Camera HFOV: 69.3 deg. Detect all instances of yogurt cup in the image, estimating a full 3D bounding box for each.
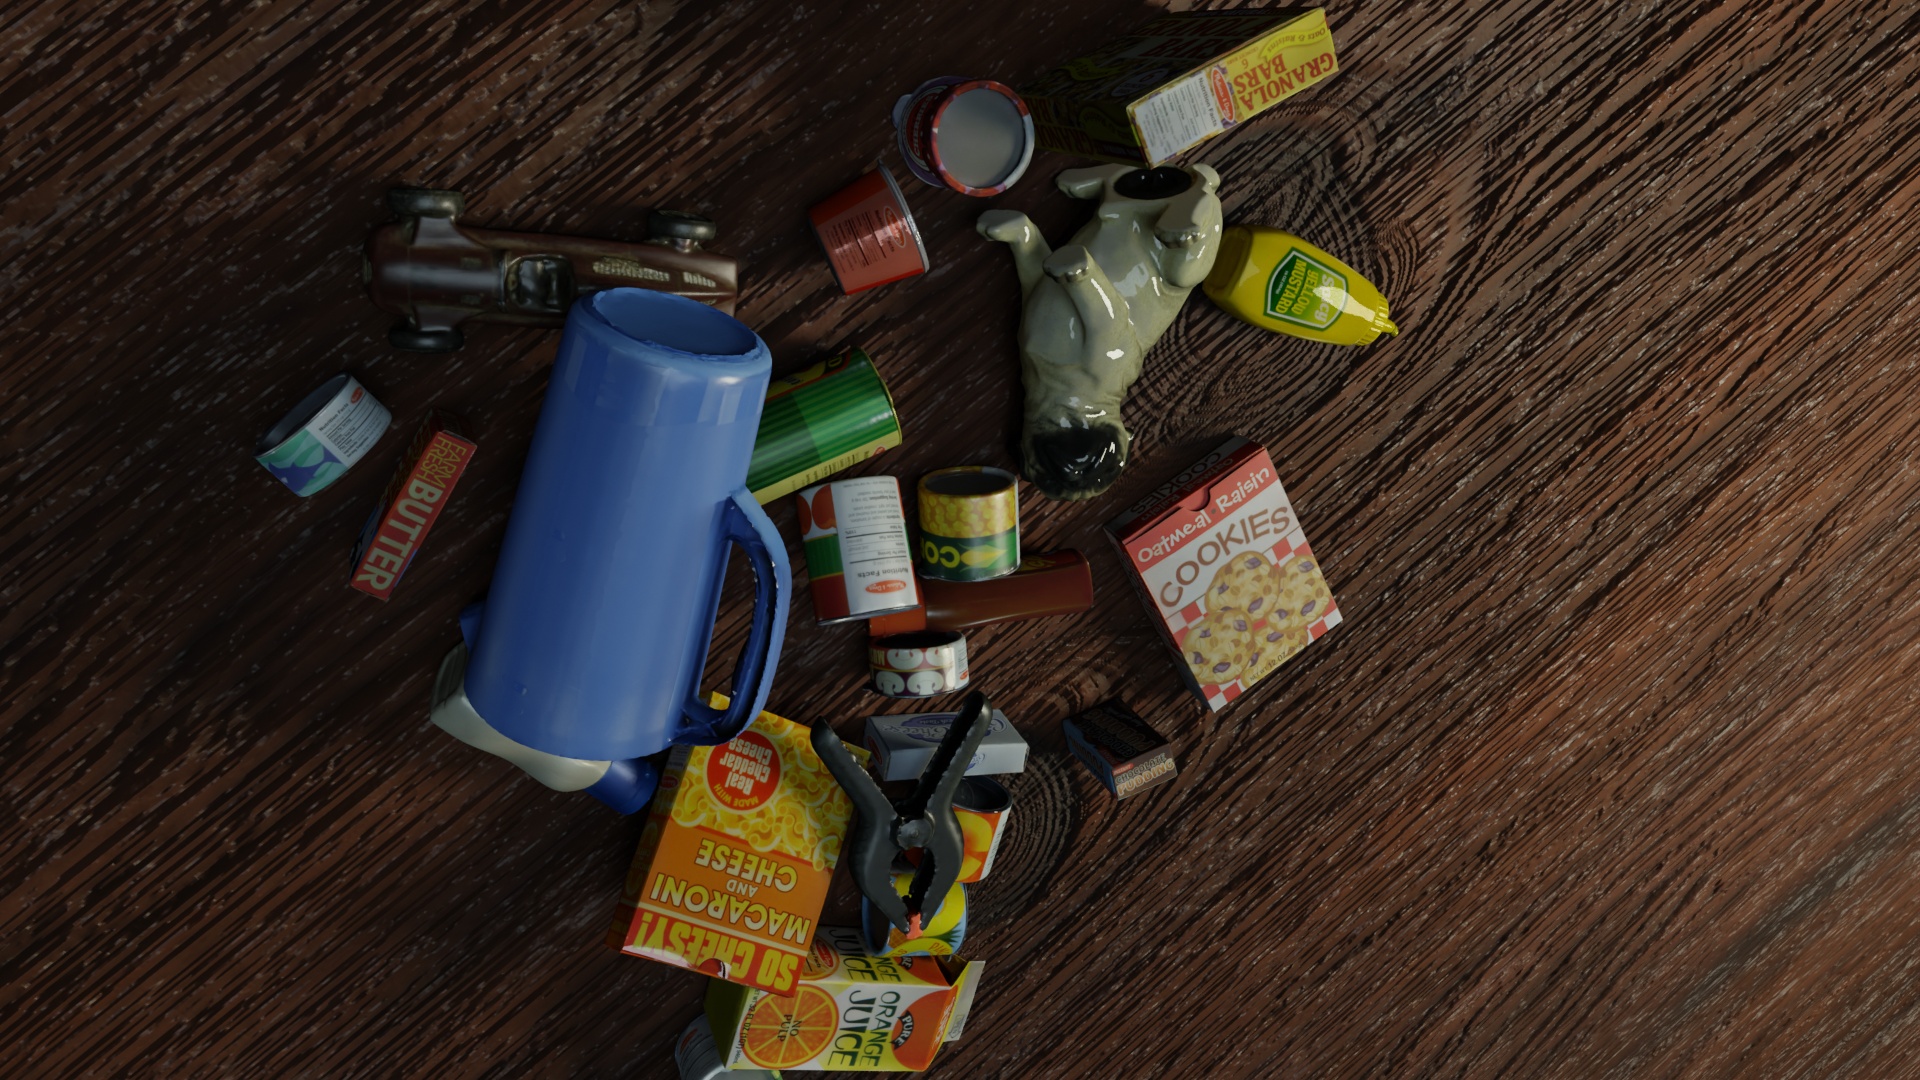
[{"bbox_3d":[-0.056,-0.180,0.818,0.054,0.072,0.072,-25,117,-2],"label":"yogurt cup"}]

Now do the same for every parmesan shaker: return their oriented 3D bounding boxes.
[{"bbox_3d":[-0.095,-0.068,0.837,0.103,0.071,0.071,-25,116,-11],"label":"parmesan shaker"}]

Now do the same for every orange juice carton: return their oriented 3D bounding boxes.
[{"bbox_3d":[-0.076,0.325,0.989,0.193,0.073,0.071,11,104,-25],"label":"orange juice carton"}]

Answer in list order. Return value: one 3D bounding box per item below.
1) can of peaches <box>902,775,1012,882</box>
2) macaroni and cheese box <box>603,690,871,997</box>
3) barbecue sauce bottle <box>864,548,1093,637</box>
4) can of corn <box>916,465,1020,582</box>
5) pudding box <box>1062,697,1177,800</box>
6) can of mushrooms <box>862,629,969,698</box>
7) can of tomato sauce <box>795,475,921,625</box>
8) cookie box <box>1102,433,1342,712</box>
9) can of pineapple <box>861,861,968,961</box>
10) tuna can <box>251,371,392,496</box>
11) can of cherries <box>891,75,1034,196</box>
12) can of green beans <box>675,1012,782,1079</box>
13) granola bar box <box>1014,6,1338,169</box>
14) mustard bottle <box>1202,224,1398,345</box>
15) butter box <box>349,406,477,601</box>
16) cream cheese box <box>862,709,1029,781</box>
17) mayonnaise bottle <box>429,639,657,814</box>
[{"bbox_3d":[-0.005,0.198,0.976,0.071,0.071,0.058,9,106,-24],"label":"can of peaches"},{"bbox_3d":[-0.141,0.195,0.895,0.123,0.040,0.167,26,71,-27],"label":"macaroni and cheese box"},{"bbox_3d":[0.010,0.036,0.926,0.149,0.065,0.043,-8,96,-10],"label":"barbecue sauce bottle"},{"bbox_3d":[0.003,-0.011,0.900,0.071,0.071,0.058,-10,112,-18],"label":"can of corn"},{"bbox_3d":[0.113,0.149,0.995,0.050,0.084,0.030,-21,113,-13],"label":"pudding box"},{"bbox_3d":[-0.031,0.081,0.920,0.071,0.071,0.033,-7,100,-20],"label":"can of mushrooms"},{"bbox_3d":[-0.065,0.007,0.866,0.071,0.071,0.083,-8,85,-19],"label":"can of tomato sauce"},{"bbox_3d":[0.193,0.025,1.005,0.123,0.040,0.167,-34,118,-7],"label":"cookie box"},{"bbox_3d":[-0.033,0.263,0.986,0.058,0.071,0.070,5,107,-22],"label":"can of pineapple"},{"bbox_3d":[-0.344,-0.056,0.747,0.071,0.071,0.032,-40,119,-4],"label":"tuna can"},{"bbox_3d":[0.001,-0.239,0.820,0.071,0.058,0.071,-8,112,-20],"label":"can of cherries"},{"bbox_3d":[-0.163,0.375,0.981,0.071,0.058,0.071,-8,112,-19],"label":"can of green beans"},{"bbox_3d":[0.116,-0.263,0.797,0.124,0.166,0.039,-29,116,-9],"label":"granola bar box"},{"bbox_3d":[0.244,-0.167,0.950,0.160,0.049,0.065,14,105,-25],"label":"mustard bottle"},{"bbox_3d":[-0.308,-0.022,0.779,0.024,0.053,0.103,29,97,-30],"label":"butter box"},{"bbox_3d":[-0.011,0.140,0.959,0.104,0.053,0.024,0,111,-22],"label":"cream cheese box"},{"bbox_3d":[-0.252,0.119,0.851,0.041,0.065,0.148,-35,125,18],"label":"mayonnaise bottle"}]
